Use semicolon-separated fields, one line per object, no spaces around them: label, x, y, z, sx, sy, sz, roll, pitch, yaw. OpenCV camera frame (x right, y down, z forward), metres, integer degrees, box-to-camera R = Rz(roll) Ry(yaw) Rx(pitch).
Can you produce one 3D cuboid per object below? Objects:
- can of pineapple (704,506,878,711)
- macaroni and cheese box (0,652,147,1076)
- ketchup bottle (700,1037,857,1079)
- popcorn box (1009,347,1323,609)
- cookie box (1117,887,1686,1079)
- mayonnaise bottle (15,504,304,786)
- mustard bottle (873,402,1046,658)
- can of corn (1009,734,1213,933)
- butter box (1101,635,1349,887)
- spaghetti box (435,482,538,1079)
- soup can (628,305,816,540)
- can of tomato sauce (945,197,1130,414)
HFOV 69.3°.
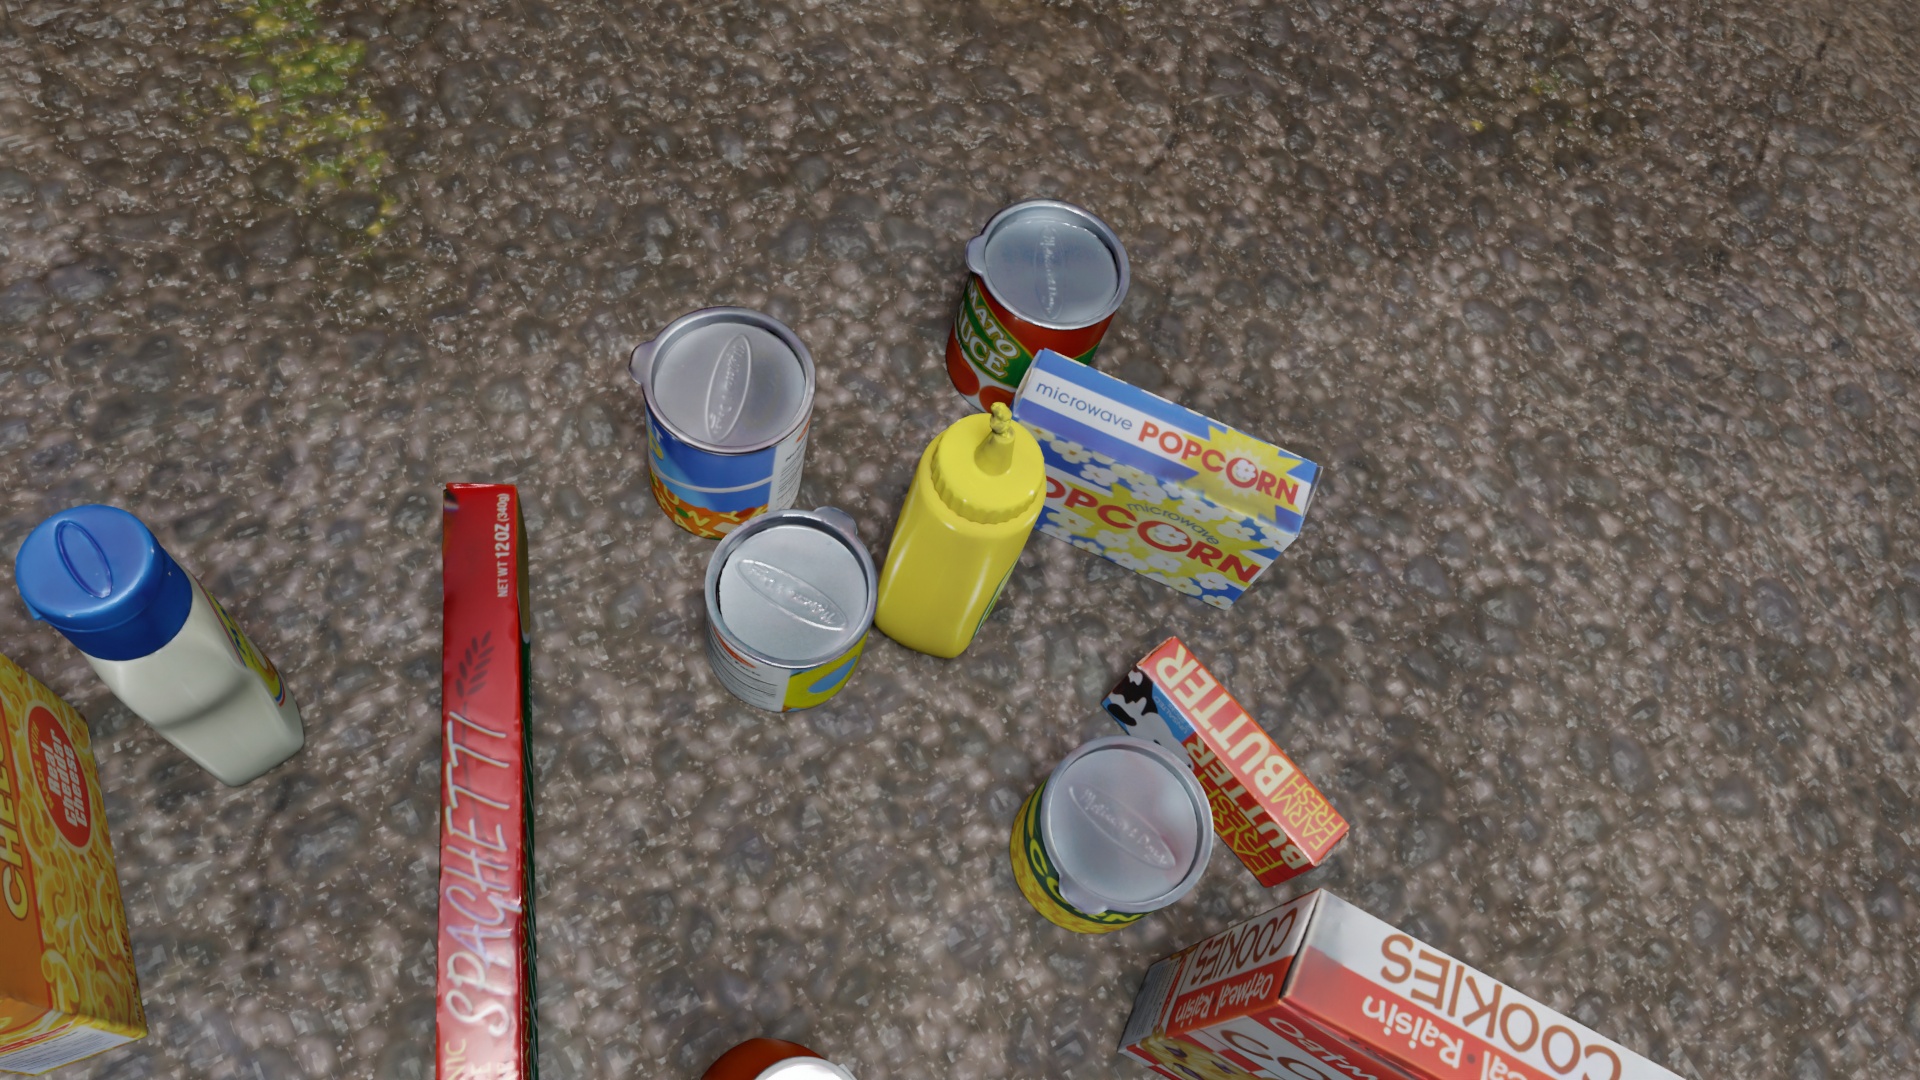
can of pineapple;-0.067;0.028;0.554;0.071;0.057;0.071;4;65;-9
macaroni and cheese box;-0.304;0.090;0.417;0.040;0.165;0.124;-18;70;-18
ketchup bottle;-0.054;0.184;0.433;0.044;0.148;0.065;-38;78;-24
popcorn box;0.076;-0.024;0.591;0.127;0.085;0.038;23;64;0
cookie box;0.135;0.176;0.464;0.123;0.166;0.040;27;64;2
mayonnaise bottle;-0.262;0.035;0.461;0.041;0.147;0.065;-33;76;-22
mustard bottle;0.002;-0.007;0.527;0.049;0.159;0.065;23;64;0
can of corn;0.055;0.117;0.537;0.071;0.058;0.071;4;65;-9
butter box;0.106;0.090;0.562;0.024;0.053;0.103;-36;77;-23
spaghetti box;-0.171;0.101;0.504;0.029;0.050;0.251;-3;66;-13
soup can;-0.098;-0.046;0.568;0.071;0.083;0.071;4;65;-9
can of tomato sauce;0.030;-0.100;0.619;0.071;0.082;0.071;4;65;-9
